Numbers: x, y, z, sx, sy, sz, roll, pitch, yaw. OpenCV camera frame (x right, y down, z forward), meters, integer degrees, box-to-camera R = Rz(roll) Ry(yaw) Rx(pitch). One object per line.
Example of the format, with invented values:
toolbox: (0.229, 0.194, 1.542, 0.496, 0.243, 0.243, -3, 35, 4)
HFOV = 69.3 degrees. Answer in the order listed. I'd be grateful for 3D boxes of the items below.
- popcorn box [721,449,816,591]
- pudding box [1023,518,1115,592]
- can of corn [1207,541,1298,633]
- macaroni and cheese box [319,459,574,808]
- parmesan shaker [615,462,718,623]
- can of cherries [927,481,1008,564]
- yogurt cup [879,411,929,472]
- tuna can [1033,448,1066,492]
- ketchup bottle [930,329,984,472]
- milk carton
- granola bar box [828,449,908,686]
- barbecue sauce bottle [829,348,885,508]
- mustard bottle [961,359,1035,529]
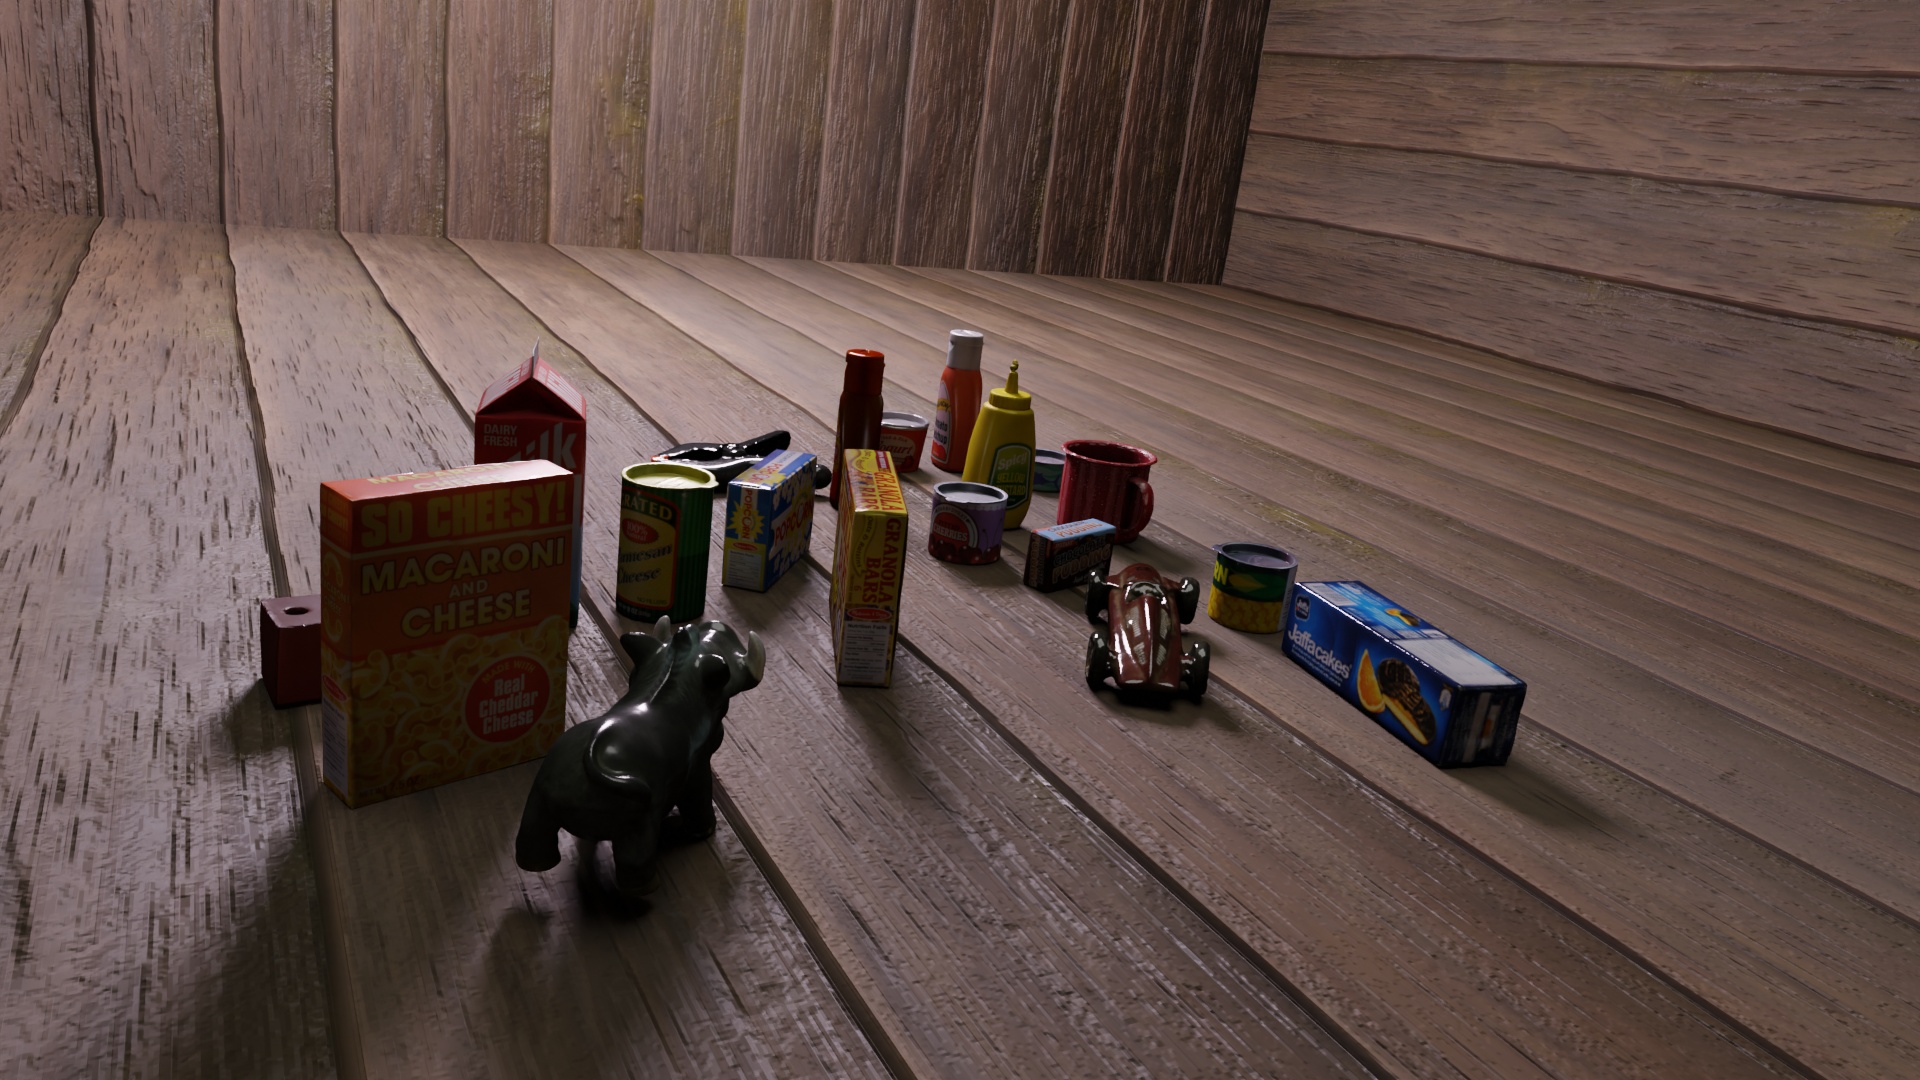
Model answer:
popcorn box: (-0.153, -0.019, 1.127, 0.038, 0.085, 0.127, 10, 17, 8)
pudding box: (0.094, 0.012, 1.187, 0.084, 0.049, 0.030, -10, 24, -44)
can of corn: (0.238, 0.038, 1.147, 0.071, 0.058, 0.071, 7, 17, -2)
macaroni and cheese box: (-0.272, 0.045, 0.738, 0.040, 0.165, 0.124, 21, 22, 39)
parmesan shaker: (-0.212, 0.002, 1.006, 0.071, 0.102, 0.071, 7, 17, -2)
can of cherries: (0.004, -0.015, 1.224, 0.071, 0.058, 0.072, 7, 17, -2)
yogurt cup: (-0.069, -0.106, 1.491, 0.072, 0.053, 0.072, 7, 17, -2)
tuna can: (0.090, -0.075, 1.494, 0.071, 0.032, 0.071, 7, 17, -2)
ketchup bottle: (-0.001, -0.152, 1.508, 0.043, 0.148, 0.065, 0, 18, -22)
milk carton: (-0.298, -0.041, 0.964, 0.073, 0.189, 0.072, 2, 17, -16)
granola bar box: (-0.067, 0.015, 0.988, 0.039, 0.123, 0.166, 4, 17, -9)
barbecue sauce bottle: (-0.097, -0.106, 1.323, 0.044, 0.148, 0.065, 6, 17, -5)
mustard bottle: (0.040, -0.091, 1.308, 0.065, 0.159, 0.049, -2, 19, -29)
